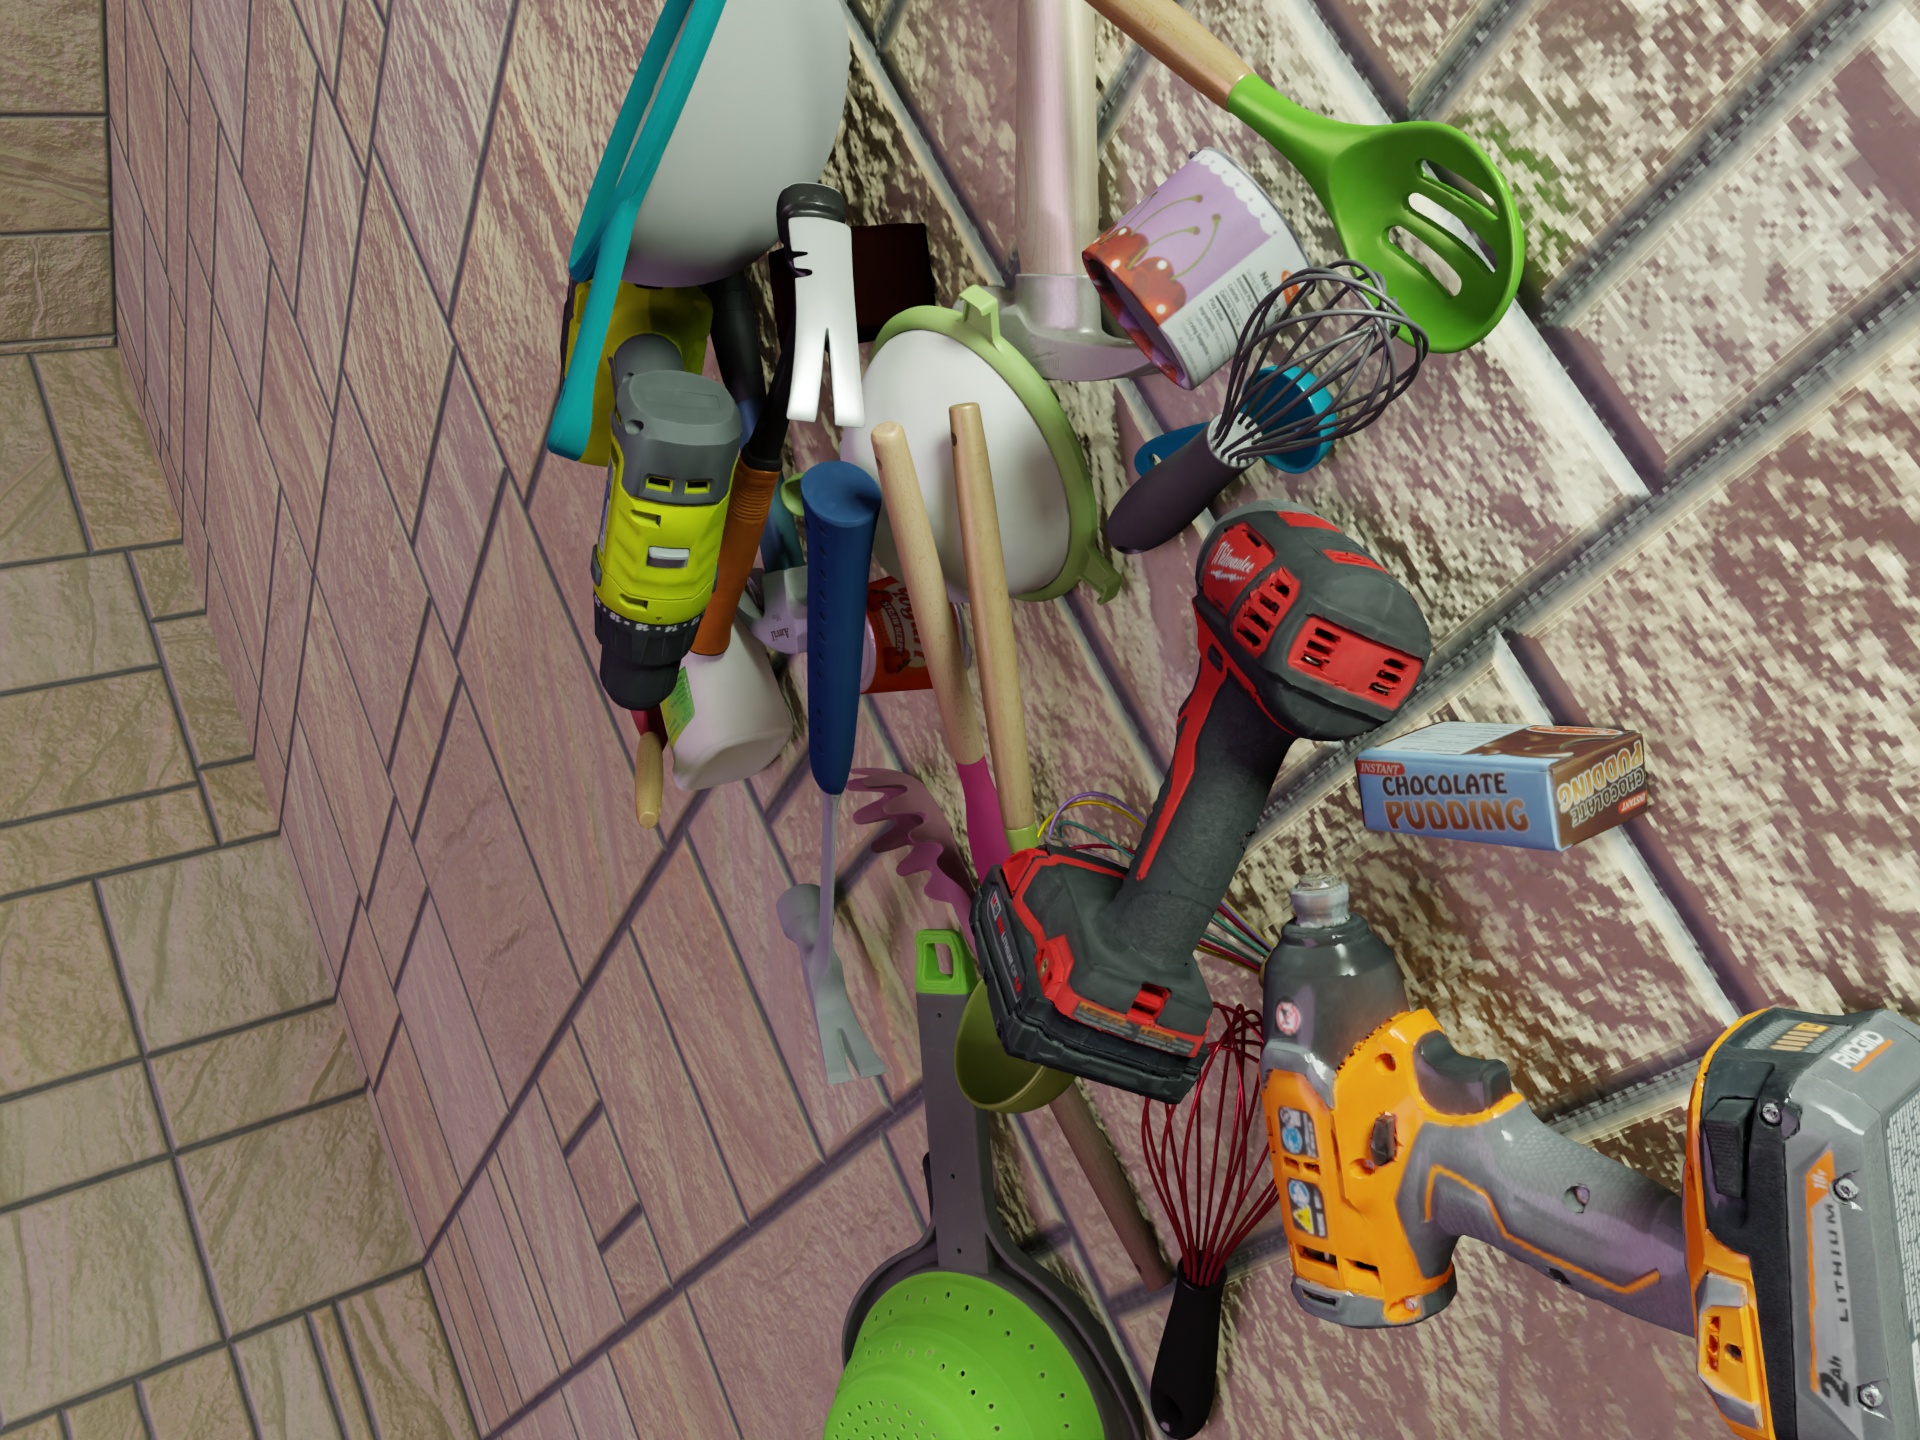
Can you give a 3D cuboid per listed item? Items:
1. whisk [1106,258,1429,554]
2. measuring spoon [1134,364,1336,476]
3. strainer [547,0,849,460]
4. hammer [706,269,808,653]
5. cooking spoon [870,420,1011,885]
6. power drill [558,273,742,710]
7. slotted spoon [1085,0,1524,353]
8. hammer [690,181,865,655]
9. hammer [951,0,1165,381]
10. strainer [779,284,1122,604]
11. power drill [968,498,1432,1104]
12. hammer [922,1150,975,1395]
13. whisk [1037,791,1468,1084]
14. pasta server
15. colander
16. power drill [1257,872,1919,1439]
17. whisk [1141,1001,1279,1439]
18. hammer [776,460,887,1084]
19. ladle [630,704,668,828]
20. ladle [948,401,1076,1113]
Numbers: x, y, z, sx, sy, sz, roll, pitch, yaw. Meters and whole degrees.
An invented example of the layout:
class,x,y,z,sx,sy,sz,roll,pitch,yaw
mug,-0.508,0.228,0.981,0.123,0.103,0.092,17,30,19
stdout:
class,x,y,z,sx,sy,sz,roll,pitch,yaw
whisk,0.098,-0.103,0.587,0.239,0.055,0.055,141,111,-72
measuring spoon,0.110,-0.115,0.638,0.042,0.021,0.129,65,158,-10
strainer,-0.120,-0.247,0.767,0.211,0.095,0.341,-39,37,50
hammer,-0.128,-0.202,0.945,0.128,0.033,0.331,-7,96,56
cooking spoon,-0.001,-0.002,0.752,0.069,0.017,0.318,43,156,45
power drill,-0.173,-0.137,0.867,0.229,0.080,0.190,-108,28,-45
slotted spoon,0.085,-0.241,0.571,0.314,0.031,0.070,48,145,22
hammer,-0.108,-0.118,0.837,0.336,0.034,0.127,124,144,-59
hammer,0.044,-0.343,0.626,0.146,0.038,0.410,21,119,50
strainer,-0.041,-0.110,0.777,0.256,0.069,0.151,3,124,56
power drill,0.086,0.021,0.606,0.143,0.078,0.219,-107,40,-64
hammer,0.006,0.456,0.997,0.149,0.036,0.408,17,116,54
whisk,0.117,0.099,0.683,0.245,0.047,0.051,31,143,43
pasta server,0.024,0.156,0.849,0.316,0.040,0.060,62,160,19
colander,-0.015,0.318,0.874,0.204,0.094,0.397,-5,91,35
power drill,0.194,0.135,0.524,0.226,0.084,0.164,-3,99,51
whisk,0.113,0.241,0.733,0.073,0.073,0.295,40,140,43
hammer,-0.066,0.040,0.833,0.405,0.035,0.144,97,158,-48
ladle,-0.208,0.020,1.058,0.316,0.031,0.069,-129,24,-73
ladle,0.012,0.024,0.699,0.078,0.062,0.320,23,124,61
